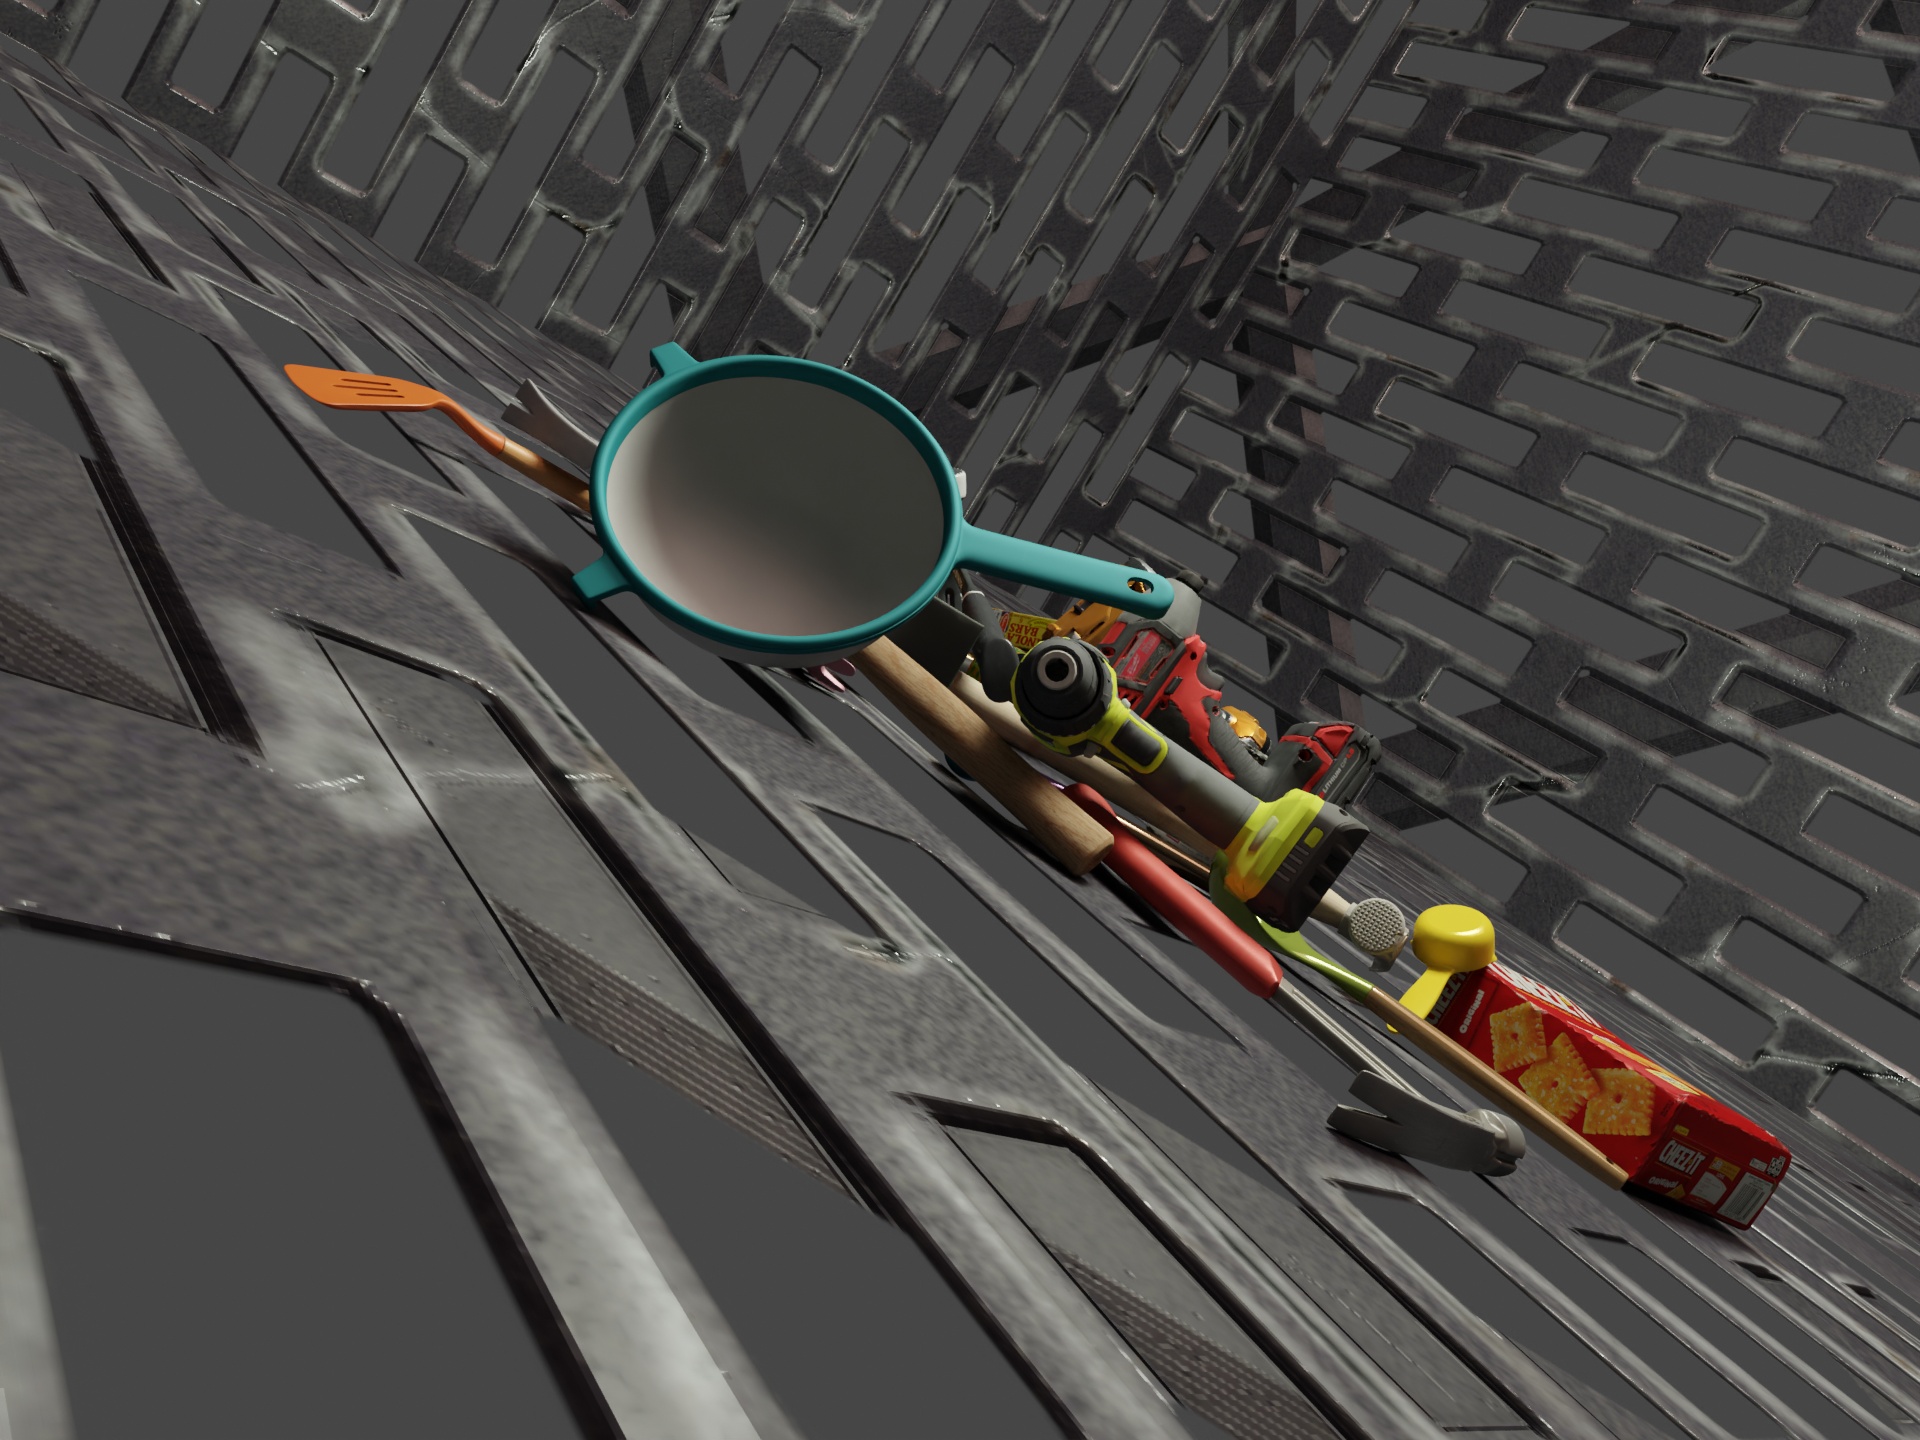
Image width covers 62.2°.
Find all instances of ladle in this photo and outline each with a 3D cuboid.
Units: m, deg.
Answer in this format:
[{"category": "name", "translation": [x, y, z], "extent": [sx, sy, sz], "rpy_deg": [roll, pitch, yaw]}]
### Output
[{"category": "ladle", "translation": [0.292, 0.184, 1.027], "extent": [0.320, 0.062, 0.078], "rpy_deg": [37, 23, 20]}]

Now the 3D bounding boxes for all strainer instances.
[{"category": "strainer", "translation": [-0.049, -0.091, 0.941], "extent": [0.340, 0.211, 0.095], "rpy_deg": [14, -33, -7]}]

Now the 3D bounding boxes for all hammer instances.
[{"category": "hammer", "translation": [-0.038, -0.024, 0.979], "extent": [0.331, 0.031, 0.130], "rpy_deg": [43, 51, 17]}, {"category": "hammer", "translation": [0.152, 0.070, 1.220], "extent": [0.411, 0.038, 0.146], "rpy_deg": [30, -6, 21]}, {"category": "hammer", "translation": [0.147, 0.126, 0.892], "extent": [0.149, 0.036, 0.359], "rpy_deg": [26, 10, -38]}, {"category": "hammer", "translation": [-0.231, -0.180, 1.285], "extent": [0.144, 0.035, 0.405], "rpy_deg": [36, 4, 10]}, {"category": "hammer", "translation": [0.007, -0.097, 1.322], "extent": [0.036, 0.149, 0.409], "rpy_deg": [-3, 21, -5]}]

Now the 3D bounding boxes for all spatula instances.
[{"category": "spatula", "translation": [-0.304, -0.170, 1.096], "extent": [0.322, 0.041, 0.081], "rpy_deg": [30, 6, -47]}, {"category": "spatula", "translation": [0.096, 0.067, 1.147], "extent": [0.316, 0.018, 0.060], "rpy_deg": [30, -1, -3]}]

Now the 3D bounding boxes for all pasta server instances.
[{"category": "pasta server", "translation": [-0.108, -0.073, 1.169], "extent": [0.040, 0.060, 0.316], "rpy_deg": [22, 5, -13]}]

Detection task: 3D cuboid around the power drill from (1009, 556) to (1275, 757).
[{"category": "power drill", "translation": [0.143, 0.000, 1.345], "extent": [0.226, 0.185, 0.084], "rpy_deg": [49, 0, -23]}]

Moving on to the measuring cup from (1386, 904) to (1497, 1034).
[{"category": "measuring cup", "translation": [0.327, 0.170, 1.103], "extent": [0.062, 0.029, 0.156], "rpy_deg": [10, 24, 32]}]

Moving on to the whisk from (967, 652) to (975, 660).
[{"category": "whisk", "translation": [0.055, -0.035, 1.584], "extent": [0.245, 0.047, 0.051], "rpy_deg": [26, -10, -9]}]

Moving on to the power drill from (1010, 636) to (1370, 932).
[{"category": "power drill", "translation": [0.128, 0.030, 0.965], "extent": [0.228, 0.080, 0.190], "rpy_deg": [36, -2, 9]}]

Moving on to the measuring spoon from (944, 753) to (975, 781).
[{"category": "measuring spoon", "translation": [-0.002, 0.024, 1.067], "extent": [0.042, 0.021, 0.128], "rpy_deg": [34, -2, -10]}]

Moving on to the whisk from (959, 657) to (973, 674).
[{"category": "whisk", "translation": [0.048, -0.031, 1.479], "extent": [0.295, 0.073, 0.073], "rpy_deg": [19, 13, -32]}]

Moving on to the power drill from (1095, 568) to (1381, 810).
[{"category": "power drill", "translation": [0.199, -0.005, 1.205], "extent": [0.219, 0.143, 0.078], "rpy_deg": [36, -7, -9]}]
